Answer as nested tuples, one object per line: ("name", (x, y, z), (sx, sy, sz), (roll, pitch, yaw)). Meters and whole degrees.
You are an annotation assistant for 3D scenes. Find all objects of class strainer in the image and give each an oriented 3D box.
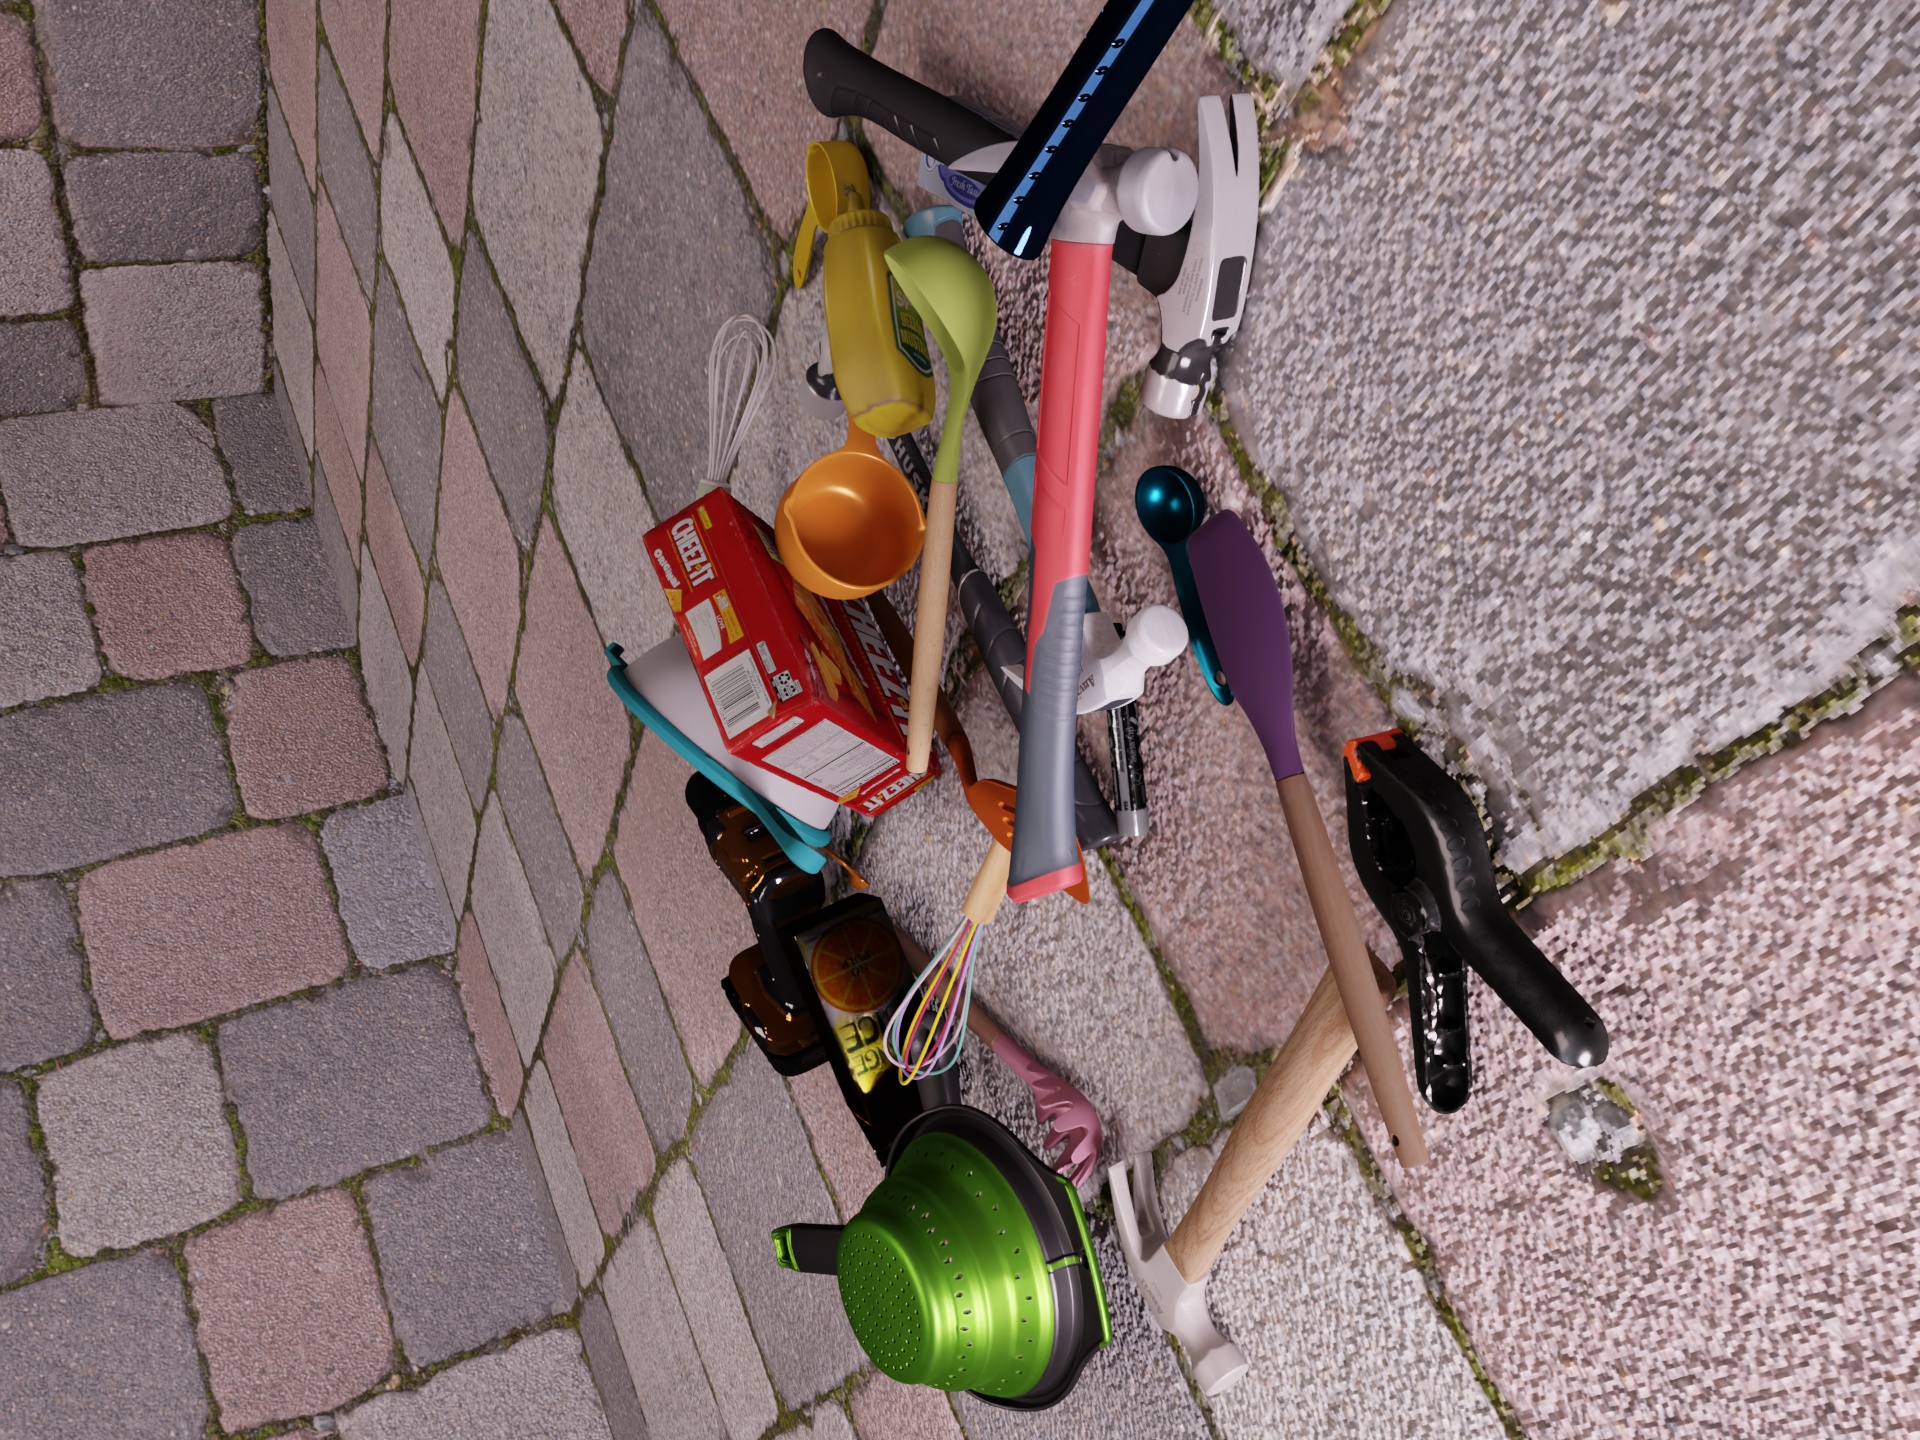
("strainer", (-0.134, 0.013, 1.148), (0.095, 0.210, 0.341), (-51, 27, -1))

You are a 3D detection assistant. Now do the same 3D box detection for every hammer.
("hammer", (0.040, -0.090, 0.810), (0.143, 0.038, 0.386), (26, 120, 46))
("hammer", (0.023, -0.296, 0.827), (0.335, 0.035, 0.146), (42, 135, 34))
("hammer", (0.118, -0.348, 0.599), (0.405, 0.035, 0.144), (-50, 56, 40))
("hammer", (0.031, -0.155, 0.897), (0.128, 0.033, 0.331), (-46, 57, 53))
("hammer", (0.156, 0.234, 0.862), (0.130, 0.031, 0.331), (54, 143, 35))
("hammer", (0.003, -0.100, 0.993), (0.409, 0.036, 0.149), (65, 148, 20))

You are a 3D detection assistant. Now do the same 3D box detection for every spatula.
("spatula", (-0.002, -0.003, 1.011), (0.323, 0.041, 0.080), (-120, 11, -50))
("spatula", (0.163, 0.051, 0.743), (0.060, 0.018, 0.316), (-35, 68, 61))

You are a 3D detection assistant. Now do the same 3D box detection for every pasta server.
("pasta server", (0.008, 0.215, 1.110), (0.316, 0.040, 0.060), (36, 143, 52))

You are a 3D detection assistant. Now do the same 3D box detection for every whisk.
("whisk", (0.000, 0.347, 1.138), (0.073, 0.073, 0.295), (7, 109, 60))
("whisk", (0.004, 0.146, 1.041), (0.051, 0.047, 0.245), (30, 117, 14))
("whisk", (-0.185, -0.188, 1.209), (0.058, 0.059, 0.246), (17, 100, 24))

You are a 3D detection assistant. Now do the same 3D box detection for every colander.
("colander", (-0.062, 0.382, 1.103), (0.397, 0.094, 0.204), (-23, 80, 52))

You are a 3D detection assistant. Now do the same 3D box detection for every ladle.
("ladle", (-0.023, -0.113, 0.911), (0.078, 0.062, 0.320), (-124, 35, -58))

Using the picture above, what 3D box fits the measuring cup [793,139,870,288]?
("measuring cup", (-0.090, -0.336, 1.079), (0.156, 0.029, 0.062), (136, 117, -71))

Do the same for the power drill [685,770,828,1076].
("power drill", (-0.165, 0.159, 1.313), (0.186, 0.084, 0.226), (43, 148, 46))

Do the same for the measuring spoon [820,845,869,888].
("measuring spoon", (-0.118, 0.095, 1.241), (0.117, 0.011, 0.021), (40, 180, -8))

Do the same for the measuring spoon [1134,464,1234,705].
("measuring spoon", (0.124, -0.070, 0.815), (0.042, 0.021, 0.128), (-5, 106, 56))

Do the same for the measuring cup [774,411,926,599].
("measuring cup", (-0.071, -0.160, 0.998), (0.052, 0.095, 0.174), (155, 119, -63))
